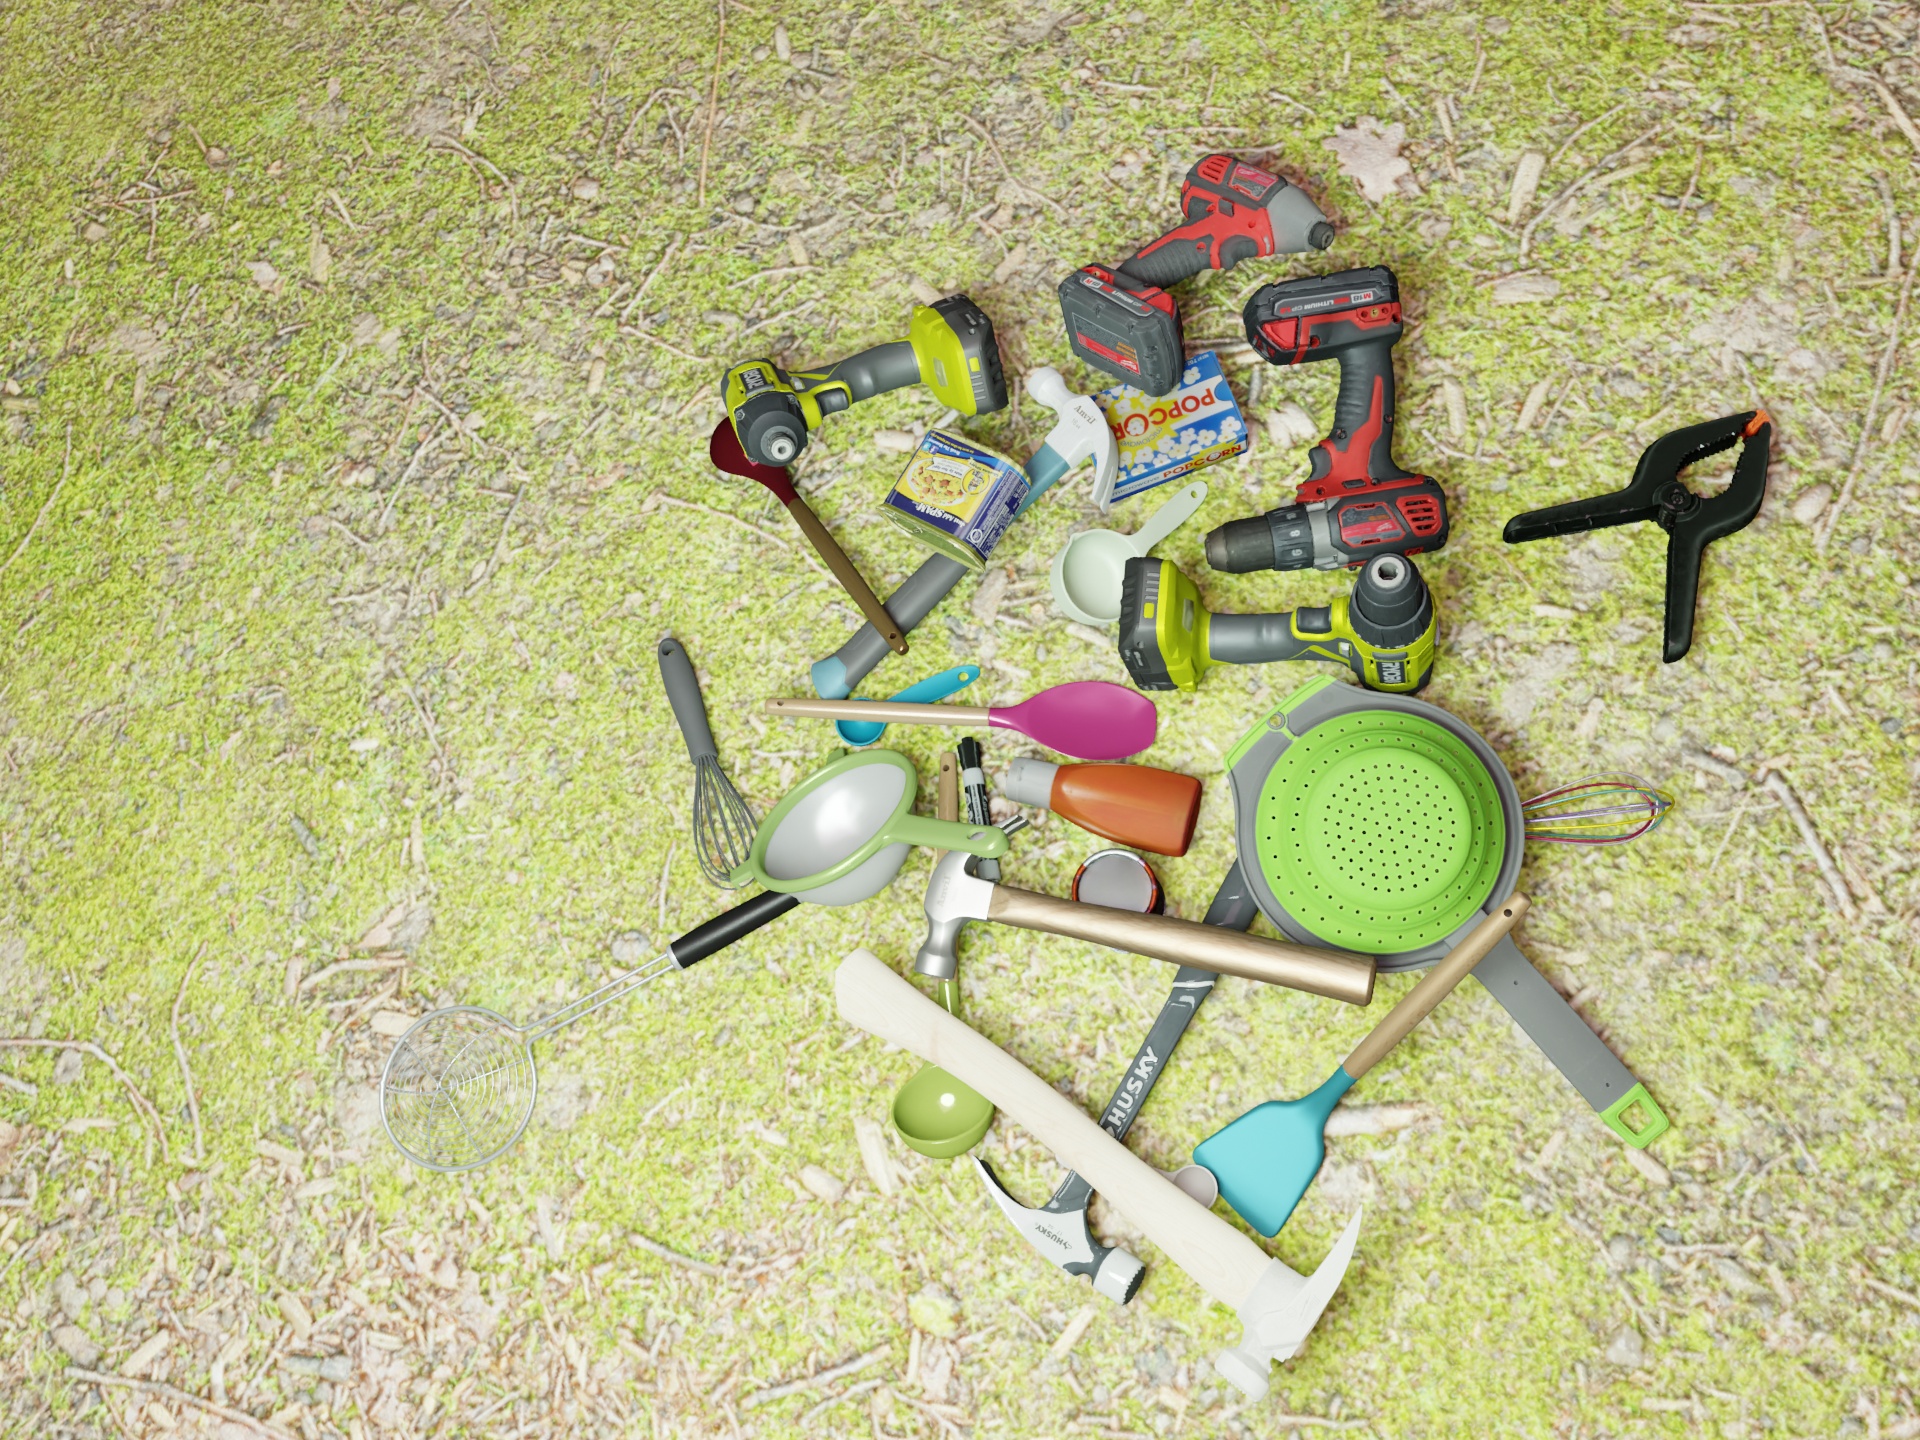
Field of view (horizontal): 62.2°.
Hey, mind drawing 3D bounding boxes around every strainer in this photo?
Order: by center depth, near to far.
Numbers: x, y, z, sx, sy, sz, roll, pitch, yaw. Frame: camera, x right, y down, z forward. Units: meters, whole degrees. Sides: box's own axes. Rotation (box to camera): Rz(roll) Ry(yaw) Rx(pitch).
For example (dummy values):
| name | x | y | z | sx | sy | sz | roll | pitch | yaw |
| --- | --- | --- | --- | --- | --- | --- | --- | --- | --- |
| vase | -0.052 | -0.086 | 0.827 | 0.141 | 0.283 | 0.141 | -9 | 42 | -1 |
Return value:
| name | x | y | z | sx | sy | sz | roll | pitch | yaw |
| --- | --- | --- | --- | --- | --- | --- | --- | --- | --- |
| strainer | -0.049 | 0.098 | 1.212 | 0.256 | 0.069 | 0.151 | 3 | 46 | 45 |

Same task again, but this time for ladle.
| name | x | y | z | sx | sy | sz | roll | pitch | yaw |
| --- | --- | --- | --- | --- | --- | --- | --- | --- | --- |
| ladle | -0.012 | 0.174 | 1.230 | 0.078 | 0.062 | 0.320 | -4 | 70 | 12 |
| ladle | -0.129 | -0.166 | 1.351 | 0.069 | 0.031 | 0.316 | -36 | 62 | -3 |

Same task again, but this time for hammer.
| name | x | y | z | sx | sy | sz | roll | pitch | yaw |
| --- | --- | --- | --- | --- | --- | --- | --- | --- | --- |
| hammer | 0.081 | 0.284 | 1.126 | 0.411 | 0.038 | 0.146 | 35 | 77 | 20 |
| hammer | 0.132 | 0.152 | 1.150 | 0.331 | 0.031 | 0.130 | 9 | 81 | 19 |
| hammer | 0.159 | 0.212 | 1.185 | 0.149 | 0.036 | 0.409 | 25 | 78 | 28 |
| hammer | -0.002 | -0.138 | 1.314 | 0.331 | 0.033 | 0.128 | -45 | 62 | 5 |

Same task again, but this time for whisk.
| name | x | y | z | sx | sy | sz | roll | pitch | yaw |
| --- | --- | --- | --- | --- | --- | --- | --- | --- | --- |
| whisk | 0.399 | 0.077 | 1.180 | 0.245 | 0.051 | 0.047 | -9 | 51 | 14 |
| whisk | -0.216 | 0.032 | 1.327 | 0.055 | 0.055 | 0.239 | -23 | 65 | 5 |

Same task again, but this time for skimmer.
| name | x | y | z | sx | sy | sz | roll | pitch | yaw |
| --- | --- | --- | --- | --- | --- | --- | --- | --- | --- |
| skimmer | -0.280 | 0.227 | 1.255 | 0.363 | 0.090 | 0.127 | -29 | 102 | 0 |

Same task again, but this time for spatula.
| name | x | y | z | sx | sy | sz | roll | pitch | yaw |
| --- | --- | --- | --- | --- | --- | --- | --- | --- | --- |
| spatula | 0.283 | 0.231 | 1.100 | 0.082 | 0.044 | 0.317 | 46 | 121 | 21 |

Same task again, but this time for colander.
| name | x | y | z | sx | sy | sz | roll | pitch | yaw |
| --- | --- | --- | --- | --- | --- | --- | --- | --- | --- |
| colander | 0.350 | 0.138 | 1.106 | 0.204 | 0.094 | 0.397 | -41 | 80 | 3 |

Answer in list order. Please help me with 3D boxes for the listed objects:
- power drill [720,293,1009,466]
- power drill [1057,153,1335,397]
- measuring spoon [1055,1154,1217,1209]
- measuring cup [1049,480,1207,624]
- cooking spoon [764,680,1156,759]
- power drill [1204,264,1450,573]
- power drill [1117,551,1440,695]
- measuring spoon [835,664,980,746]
| name | x | y | z | sx | sy | sz | roll | pitch | yaw |
| --- | --- | --- | --- | --- | --- | --- | --- | --- | --- |
| power drill | -0.081 | -0.275 | 1.322 | 0.223 | 0.080 | 0.171 | -18 | 31 | -6 |
| power drill | 0.198 | -0.376 | 1.321 | 0.220 | 0.078 | 0.143 | -44 | 56 | -15 |
| measuring spoon | 0.130 | 0.335 | 1.173 | 0.124 | 0.018 | 0.034 | 9 | 71 | 22 |
| measuring cup | 0.140 | -0.142 | 1.304 | 0.167 | 0.038 | 0.083 | -42 | 98 | -21 |
| cooking spoon | -0.002 | -0.004 | 1.288 | 0.319 | 0.017 | 0.069 | 3 | 68 | 7 |
| power drill | 0.275 | -0.227 | 1.253 | 0.188 | 0.080 | 0.227 | -9 | 90 | 5 |
| power drill | 0.238 | -0.075 | 1.182 | 0.228 | 0.190 | 0.080 | 1 | 73 | 17 |
| measuring spoon | -0.042 | -0.014 | 1.318 | 0.128 | 0.021 | 0.042 | -24 | 70 | -5 |
